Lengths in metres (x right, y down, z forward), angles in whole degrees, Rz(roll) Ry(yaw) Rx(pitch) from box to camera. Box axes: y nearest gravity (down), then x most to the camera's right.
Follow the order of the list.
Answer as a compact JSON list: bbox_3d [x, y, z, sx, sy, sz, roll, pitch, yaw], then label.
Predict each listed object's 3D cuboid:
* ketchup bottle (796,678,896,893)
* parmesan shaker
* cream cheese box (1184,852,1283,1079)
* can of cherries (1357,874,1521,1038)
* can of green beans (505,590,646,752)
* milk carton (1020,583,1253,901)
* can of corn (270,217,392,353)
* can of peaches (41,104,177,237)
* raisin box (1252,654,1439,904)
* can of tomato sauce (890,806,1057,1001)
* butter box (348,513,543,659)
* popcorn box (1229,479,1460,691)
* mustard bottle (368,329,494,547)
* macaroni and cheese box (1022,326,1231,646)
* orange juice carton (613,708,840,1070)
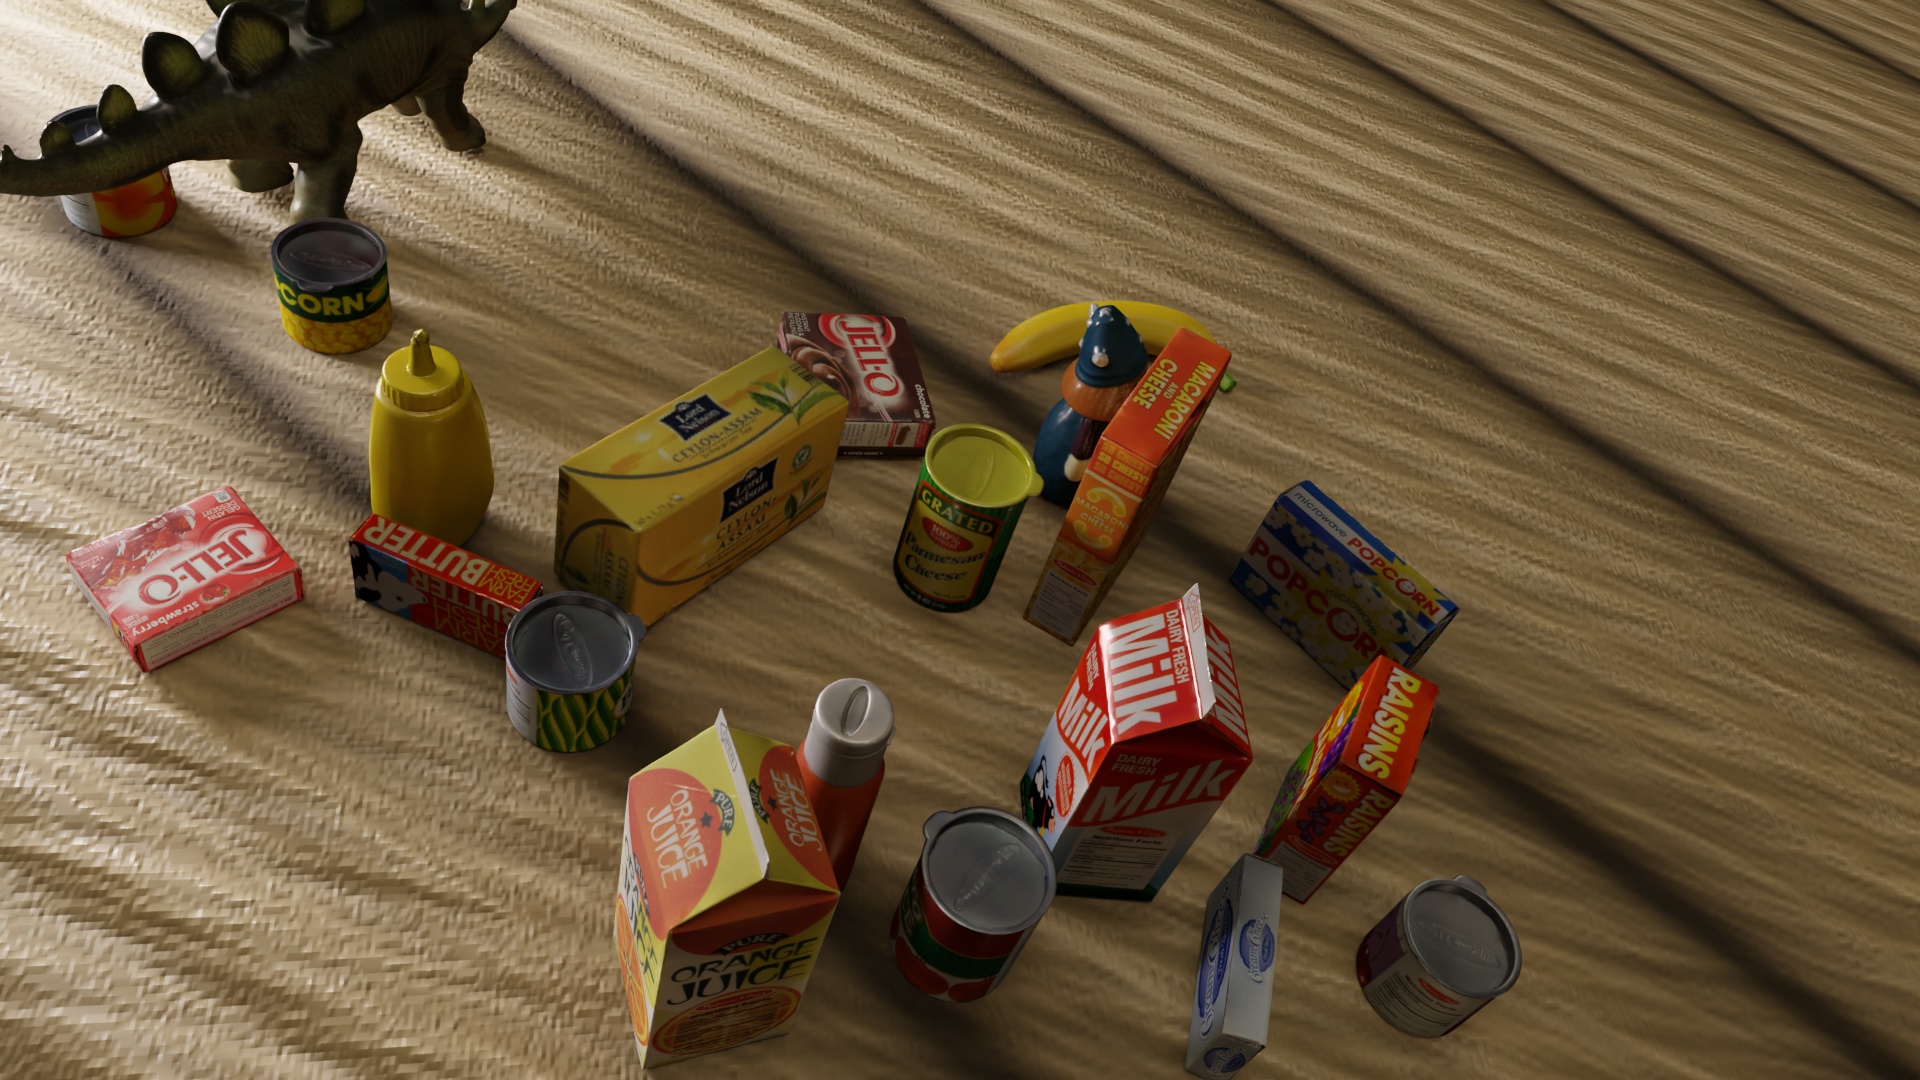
[{"bbox_3d":[-0.062,0.123,0.672,0.043,0.148,0.065,19,47,-1],"label":"ketchup bottle"},{"bbox_3d":[0.003,-0.011,0.841,0.071,0.102,0.072,9,48,-10],"label":"parmesan shaker"},{"bbox_3d":[0.142,0.220,0.715,0.024,0.053,0.104,19,47,0],"label":"cream cheese box"},{"bbox_3d":[0.256,0.223,0.745,0.071,0.058,0.072,9,48,-10],"label":"can of cherries"},{"bbox_3d":[-0.206,0.070,0.736,0.071,0.057,0.071,9,48,-10],"label":"can of green beans"},{"bbox_3d":[0.091,0.106,0.706,0.073,0.189,0.073,8,48,-11],"label":"milk carton"},{"bbox_3d":[-0.396,-0.159,0.877,0.071,0.058,0.071,9,48,-10],"label":"can of corn"},{"bbox_3d":[-0.548,-0.240,0.902,0.071,0.057,0.071,9,48,-10],"label":"can of peaches"},{"bbox_3d":[0.211,0.133,0.765,0.040,0.122,0.086,30,48,9],"label":"raisin box"},{"bbox_3d":[0.003,0.180,0.687,0.071,0.082,0.071,9,48,-10],"label":"can of tomato sauce"},{"bbox_3d":[-0.278,0.027,0.754,0.103,0.052,0.024,22,47,2],"label":"butter box"},{"bbox_3d":[0.241,0.033,0.888,0.038,0.084,0.127,-29,63,-35],"label":"popcorn box"},{"bbox_3d":[-0.288,-0.058,0.753,0.049,0.159,0.066,28,48,7],"label":"mustard bottle"},{"bbox_3d":[0.102,-0.031,0.847,0.040,0.165,0.124,30,48,9],"label":"macaroni and cheese box"},{"bbox_3d":[-0.104,0.154,0.603,0.073,0.191,0.072,-7,53,-23],"label":"orange juice carton"}]
